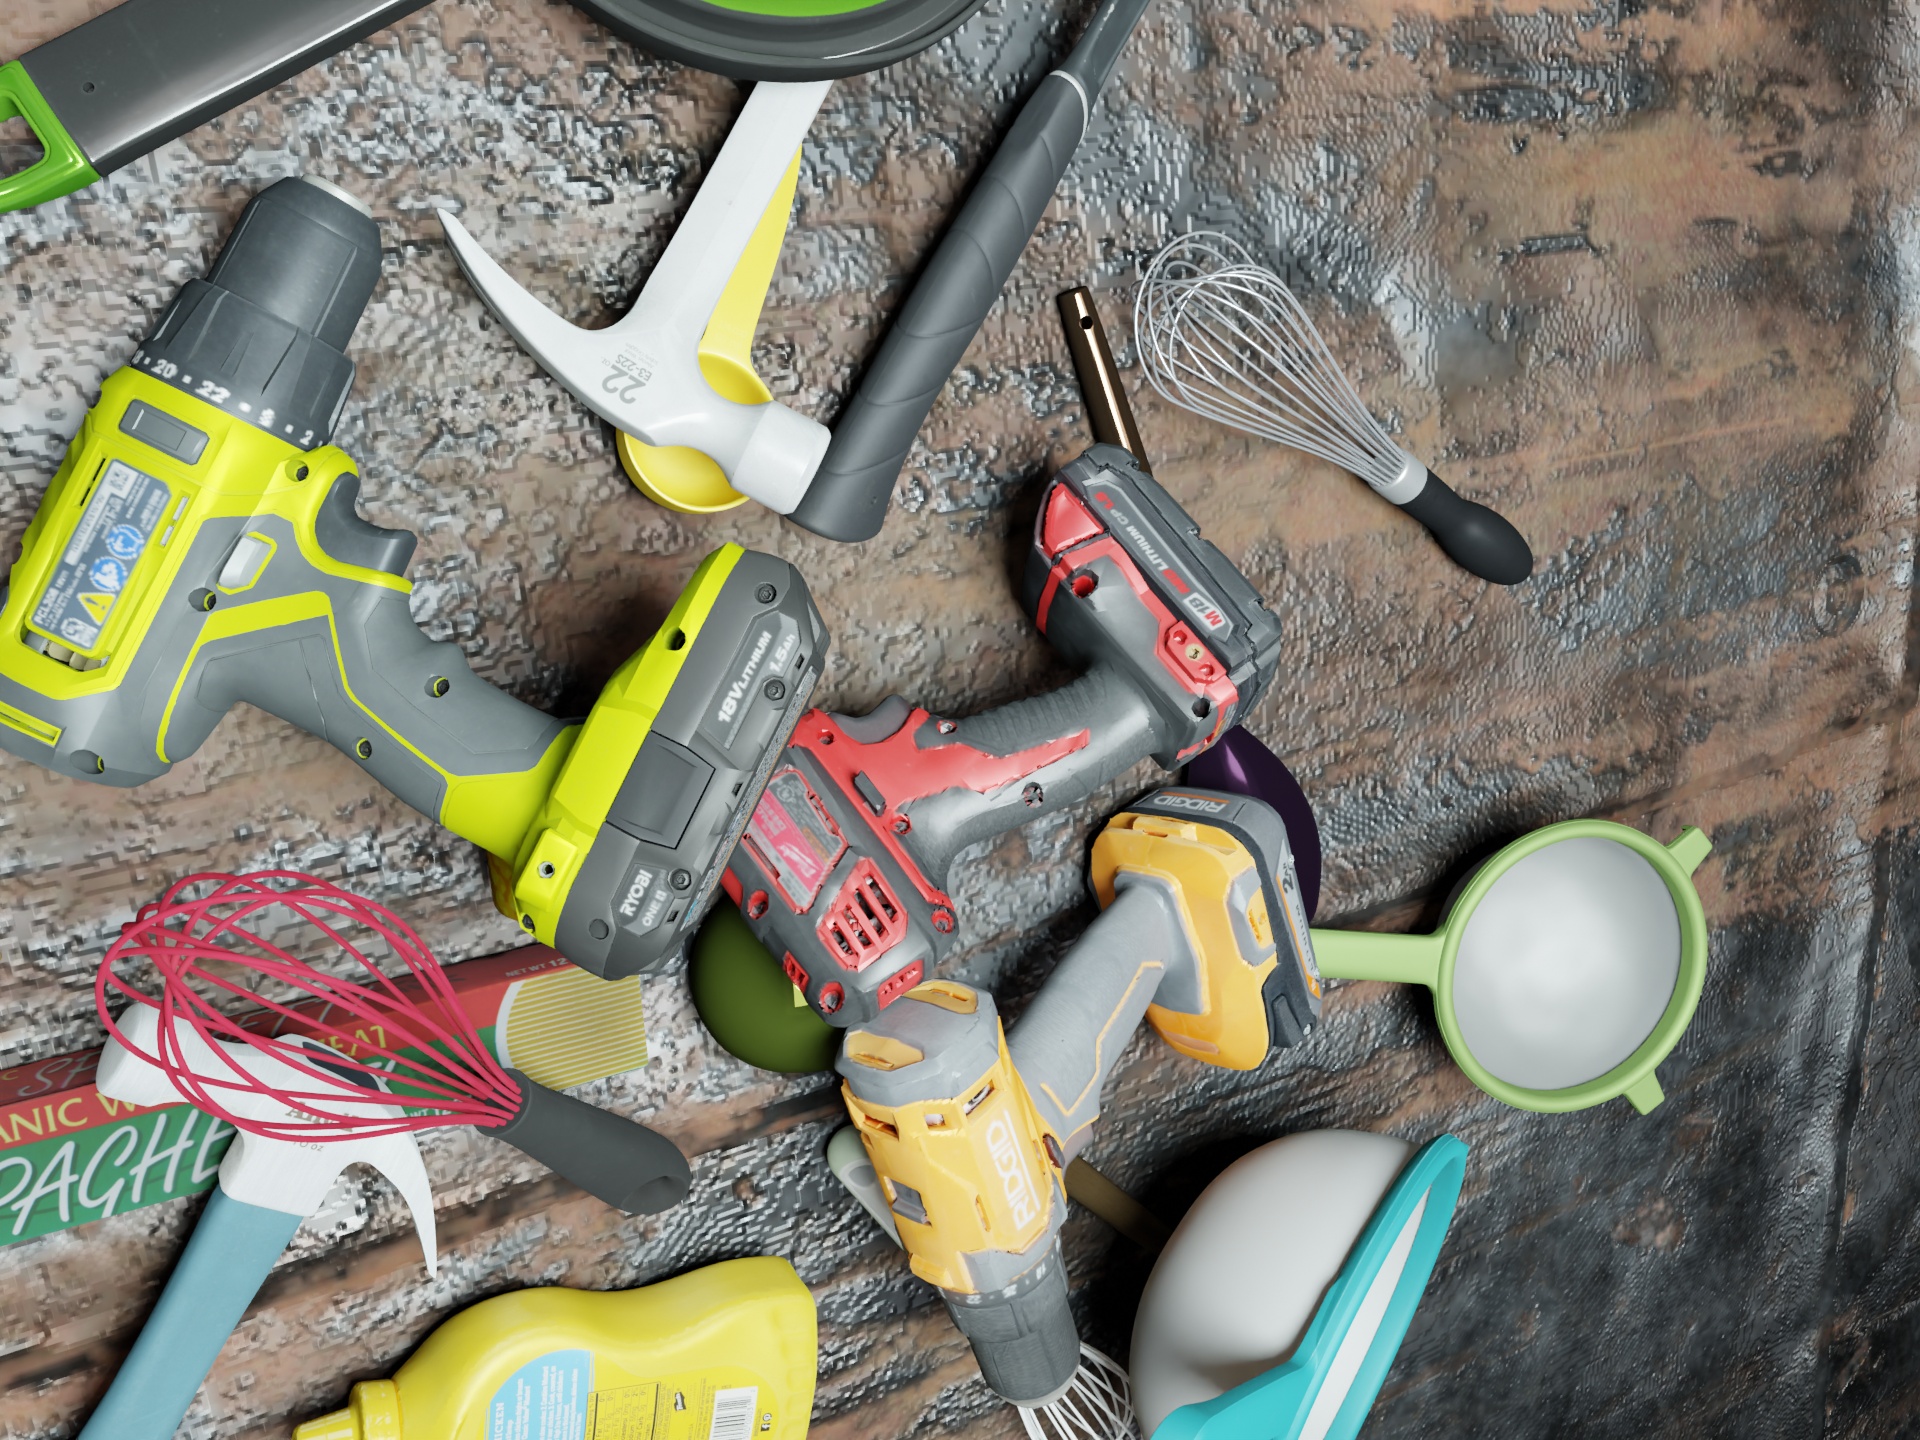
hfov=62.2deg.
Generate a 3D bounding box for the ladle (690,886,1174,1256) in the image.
[{"bbox_3d":[0.006,0.168,0.694,0.319,0.062,0.078,44,71,-36],"label":"ladle"}]

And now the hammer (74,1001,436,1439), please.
[{"bbox_3d":[-0.288,0.253,0.529,0.128,0.033,0.331,28,94,-35],"label":"hammer"}]

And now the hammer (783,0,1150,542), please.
[{"bbox_3d":[0.048,-0.246,0.589,0.409,0.036,0.149,-60,156,1],"label":"hammer"}]

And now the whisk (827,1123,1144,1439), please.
[{"bbox_3d":[0.015,0.266,0.715,0.058,0.059,0.246,-31,114,11],"label":"whisk"}]

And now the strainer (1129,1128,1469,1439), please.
[{"bbox_3d":[0.108,0.247,0.644,0.340,0.095,0.211,26,88,-61],"label":"strainer"}]

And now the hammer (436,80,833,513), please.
[{"bbox_3d":[-0.031,-0.281,0.548,0.144,0.035,0.405,27,83,-11],"label":"hammer"}]

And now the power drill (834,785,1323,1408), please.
[{"bbox_3d":[0.059,0.152,0.657,0.226,0.084,0.185,-36,118,-37],"label":"power drill"}]

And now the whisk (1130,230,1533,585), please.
[{"bbox_3d":[0.175,-0.122,0.707,0.284,0.070,0.070,26,88,-36],"label":"whisk"}]

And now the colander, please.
[{"bbox_3d":[-0.121,-0.264,0.459,0.397,0.094,0.204,-34,98,-11],"label":"colander"}]

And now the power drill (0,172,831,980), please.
[{"bbox_3d":[-0.159,-0.040,0.483,0.228,0.080,0.190,26,87,-1],"label":"power drill"}]

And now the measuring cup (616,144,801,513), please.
[{"bbox_3d":[-0.084,-0.149,0.576,0.062,0.029,0.156,16,82,-23],"label":"measuring cup"}]

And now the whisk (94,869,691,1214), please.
[{"bbox_3d":[-0.161,0.119,0.519,0.073,0.073,0.295,-49,147,-10],"label":"whisk"}]

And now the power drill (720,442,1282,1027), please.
[{"bbox_3d":[-0.001,-0.002,0.600,0.219,0.078,0.143,-35,74,-16],"label":"power drill"}]

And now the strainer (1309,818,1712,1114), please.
[{"bbox_3d":[0.247,0.114,0.805,0.256,0.069,0.151,5,98,-12],"label":"strainer"}]

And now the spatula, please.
[{"bbox_3d":[0.100,-0.036,0.697,0.060,0.018,0.315,-24,110,-7],"label":"spatula"}]
